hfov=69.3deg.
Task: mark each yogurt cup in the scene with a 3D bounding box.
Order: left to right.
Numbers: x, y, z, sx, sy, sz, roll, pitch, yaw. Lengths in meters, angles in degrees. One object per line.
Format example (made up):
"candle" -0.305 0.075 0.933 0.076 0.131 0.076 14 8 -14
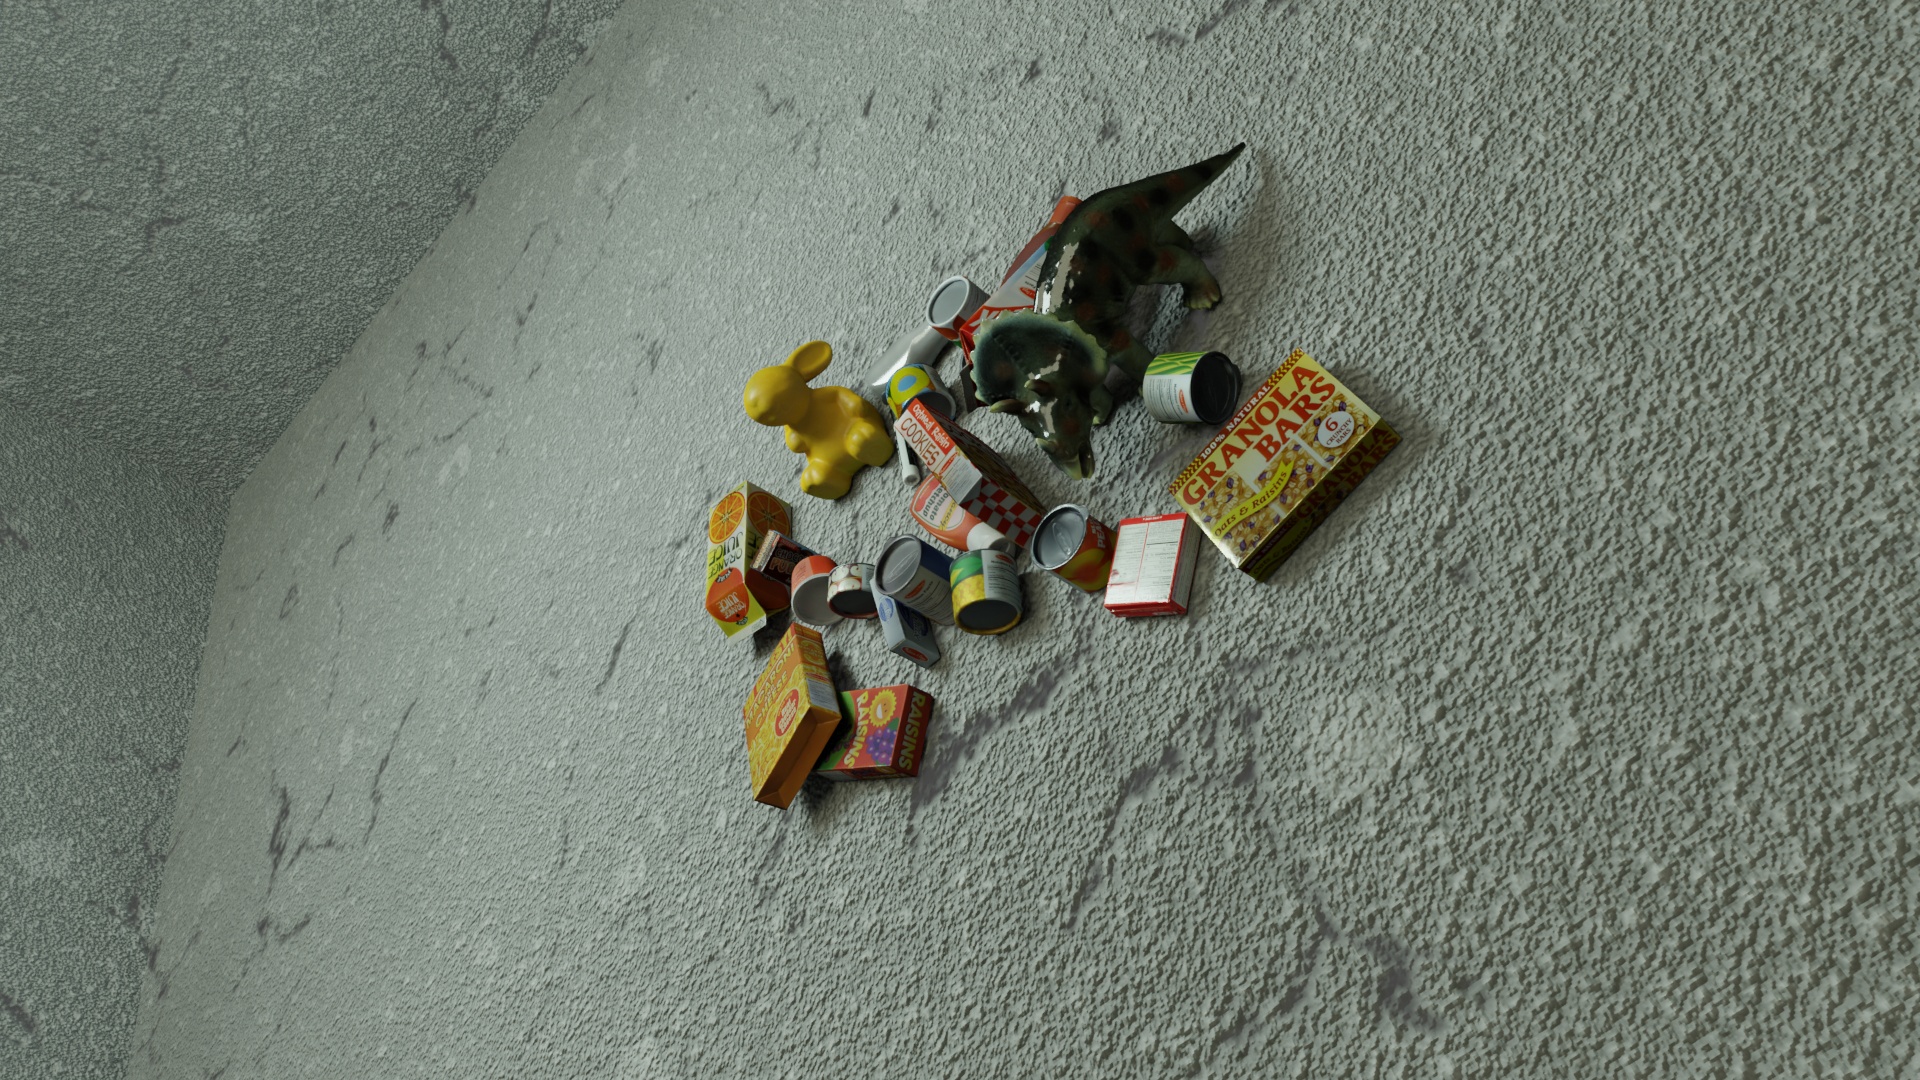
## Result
"yogurt cup" -0.155 0.053 1.529 0.072 0.072 0.054 -47 31 15

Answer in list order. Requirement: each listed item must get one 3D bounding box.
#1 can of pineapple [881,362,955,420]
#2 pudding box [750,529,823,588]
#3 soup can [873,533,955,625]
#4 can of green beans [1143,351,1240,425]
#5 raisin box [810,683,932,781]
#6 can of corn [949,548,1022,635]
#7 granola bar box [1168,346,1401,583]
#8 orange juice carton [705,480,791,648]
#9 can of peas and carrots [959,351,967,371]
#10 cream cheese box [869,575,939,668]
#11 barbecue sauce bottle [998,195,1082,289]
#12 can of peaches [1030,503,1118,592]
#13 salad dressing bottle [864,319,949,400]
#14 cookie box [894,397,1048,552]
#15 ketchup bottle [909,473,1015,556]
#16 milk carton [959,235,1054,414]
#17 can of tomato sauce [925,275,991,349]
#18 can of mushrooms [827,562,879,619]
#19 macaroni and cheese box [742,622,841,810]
"can of pineapple" -0.046 -0.154 1.542 0.071 0.071 0.058 -46 40 16
"pudding box" -0.190 0.027 1.567 0.030 0.083 0.050 20 81 49
"soup can" -0.035 0.038 1.389 0.071 0.083 0.072 -27 48 34
"can of green beans" 0.208 -0.137 1.254 0.058 0.071 0.071 7 71 50
"raisin box" -0.088 0.193 1.382 0.123 0.040 0.086 -13 56 44
"can of corn" 0.023 0.051 1.332 0.071 0.071 0.058 -32 46 30
"granola bar box" 0.267 -0.064 1.162 0.165 0.039 0.125 -48 40 13
"orange juice carton" -0.250 0.033 1.636 0.071 0.073 0.193 -31 46 31
"can of peas and carrots" 0.044 -0.187 1.472 0.070 0.058 0.071 -26 48 34
"cream cheese box" -0.057 0.079 1.411 0.024 0.053 0.104 -41 41 19
"barbecue sauce bottle" 0.094 -0.302 1.499 0.065 0.043 0.149 23 75 14
"can of peaches" 0.109 0.006 1.274 0.071 0.058 0.071 -27 47 34
"salad dressing bottle" -0.046 -0.223 1.608 0.147 0.044 0.064 -43 39 18
"cookie box" 0.017 -0.064 1.368 0.040 0.123 0.168 -50 39 10
"ketchup bottle" 0.005 -0.018 1.416 0.064 0.043 0.149 -55 39 5
"milk carton" 0.064 -0.209 1.388 0.073 0.072 0.191 33 68 26
"can of tomato sauce" 0.012 -0.241 1.524 0.071 0.083 0.071 -26 48 34
"can of mushrooms" -0.110 0.055 1.474 0.071 0.071 0.033 -27 49 34
"macaroni and cheese box" -0.179 0.179 1.446 0.123 0.040 0.167 -59 25 17
